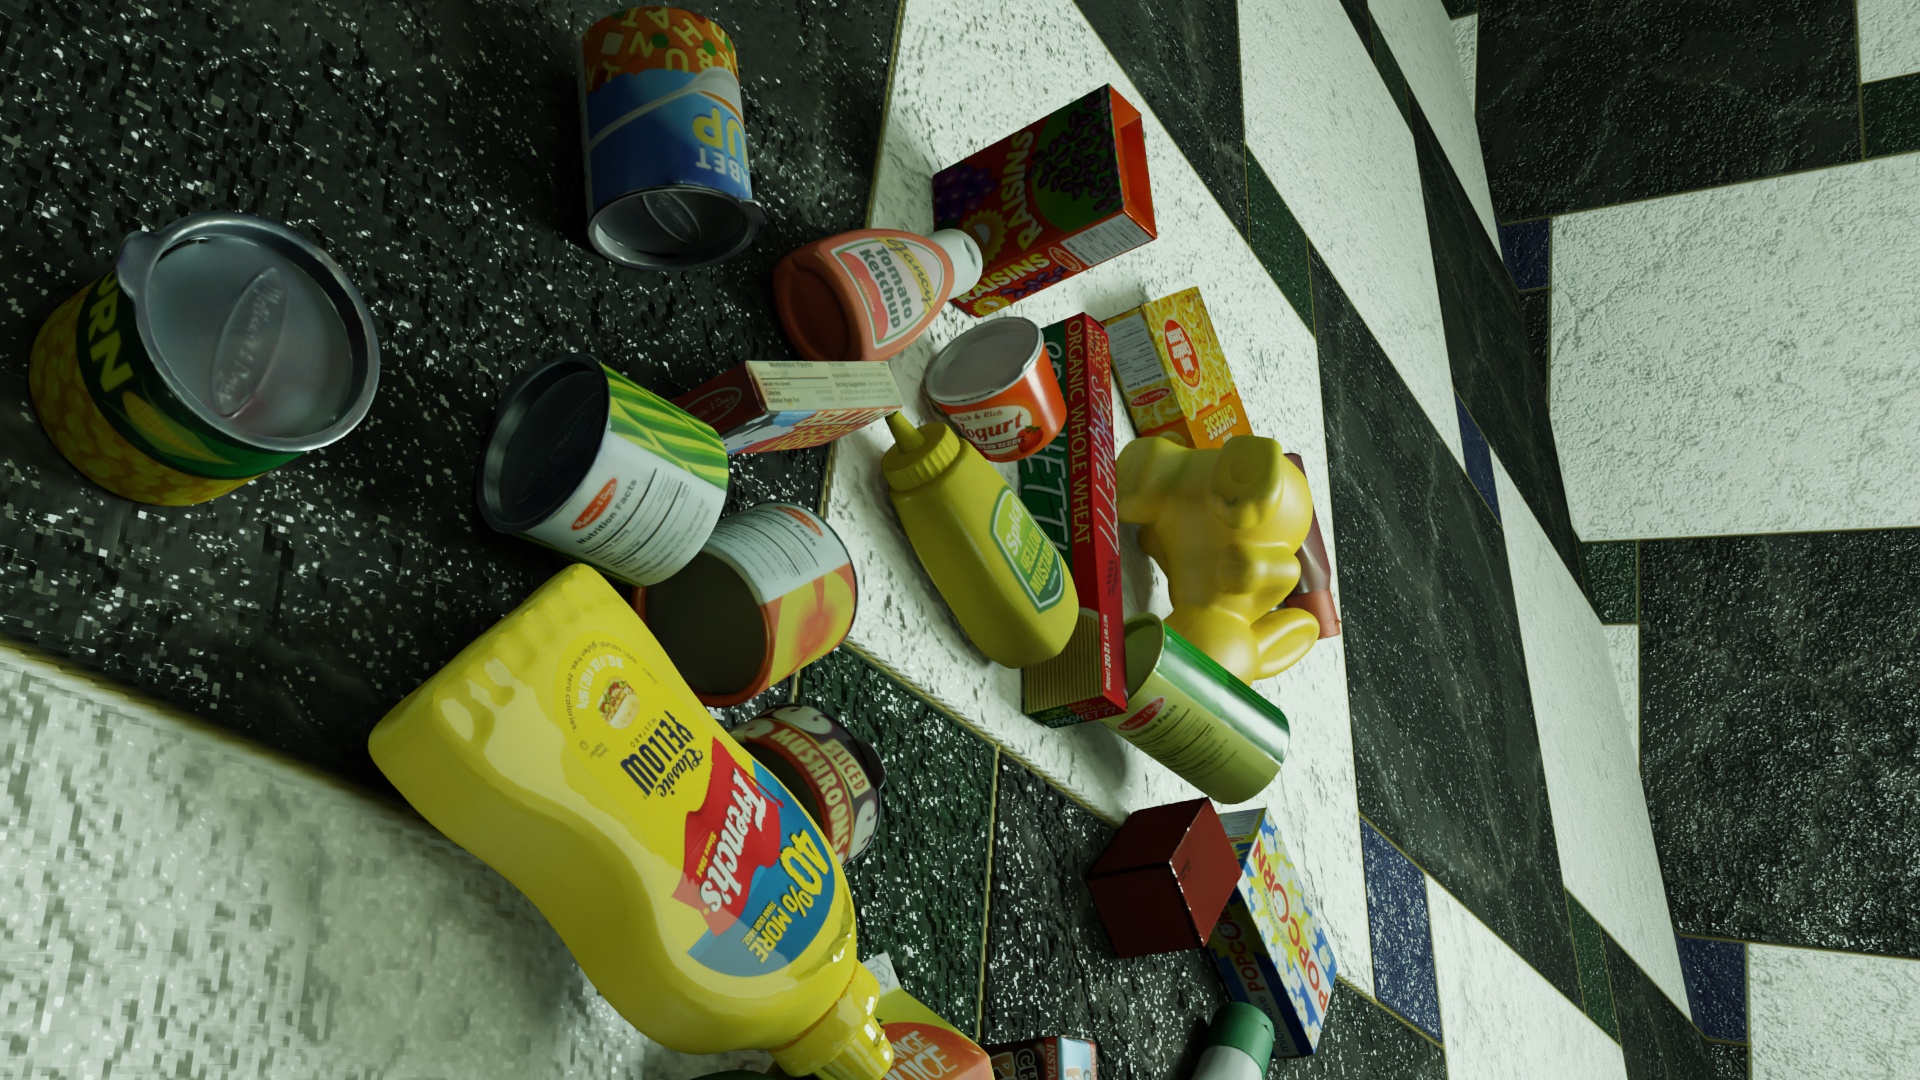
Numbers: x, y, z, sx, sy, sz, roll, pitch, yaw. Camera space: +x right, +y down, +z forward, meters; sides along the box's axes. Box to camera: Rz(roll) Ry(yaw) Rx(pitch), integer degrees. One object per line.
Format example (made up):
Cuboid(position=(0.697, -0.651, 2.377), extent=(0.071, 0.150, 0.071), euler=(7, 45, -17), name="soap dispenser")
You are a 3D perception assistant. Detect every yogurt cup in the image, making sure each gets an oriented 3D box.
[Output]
Cuboid(position=(0.022, -0.079, 0.746), extent=(0.053, 0.072, 0.073), euler=(58, 33, -36), name="yogurt cup")

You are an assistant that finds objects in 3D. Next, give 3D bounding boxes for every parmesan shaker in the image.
Cuboid(position=(0.124, 0.097, 0.780), extent=(0.103, 0.071, 0.072), euler=(36, 43, -21), name="parmesan shaker")

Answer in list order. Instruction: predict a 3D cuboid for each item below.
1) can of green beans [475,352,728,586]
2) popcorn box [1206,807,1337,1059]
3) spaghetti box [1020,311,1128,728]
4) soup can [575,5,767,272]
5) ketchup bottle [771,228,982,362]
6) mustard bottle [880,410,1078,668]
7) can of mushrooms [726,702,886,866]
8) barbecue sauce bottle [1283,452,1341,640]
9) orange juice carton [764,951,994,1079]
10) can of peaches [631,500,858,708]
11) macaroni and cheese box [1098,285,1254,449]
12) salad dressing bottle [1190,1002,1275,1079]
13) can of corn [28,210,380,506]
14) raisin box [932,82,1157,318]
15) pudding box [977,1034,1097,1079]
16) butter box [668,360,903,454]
Cuboid(position=(-0.124, -0.024, 0.484), extent=(0.058, 0.071, 0.071), euler=(32, 49, -48), name="can of green beans")
Cuboid(position=(0.188, 0.242, 0.860), extent=(0.126, 0.038, 0.085), euler=(64, 32, -12), name="popcorn box")
Cuboid(position=(0.061, -0.019, 0.787), extent=(0.028, 0.050, 0.251), euler=(35, 46, -47), name="spaghetti box")
Cuboid(position=(-0.117, -0.162, 0.562), extent=(0.071, 0.071, 0.084), euler=(16, 61, -54), name="soup can")
Cuboid(position=(-0.036, -0.128, 0.699), extent=(0.149, 0.043, 0.064), euler=(-39, 107, -58), name="ketchup bottle")
Cuboid(position=(0.002, -0.009, 0.690), extent=(0.159, 0.048, 0.066), euler=(54, 34, -26), name="mustard bottle")
Cuboid(position=(-0.064, 0.095, 0.512), extent=(0.033, 0.071, 0.071), euler=(-23, 94, -57), name="can of mushrooms")
Cuboid(position=(0.265, 0.006, 1.100), extent=(0.065, 0.043, 0.148), euler=(-2, 77, -58), name="barbecue sauce bottle")
Cuboid(position=(-0.024, 0.251, 0.491), extent=(0.072, 0.073, 0.193), euler=(-1, 74, -56), name="orange juice carton")
Cuboid(position=(-0.082, 0.025, 0.527), extent=(0.058, 0.071, 0.071), euler=(-28, 99, -59), name="can of peaches")
Cuboid(position=(0.165, -0.093, 0.997), extent=(0.124, 0.040, 0.166), euler=(-29, 99, -58), name="macaroni and cheese box")
Cuboid(position=(0.136, 0.309, 0.740), extent=(0.064, 0.044, 0.148), euler=(63, 31, -11), name="salad dressing bottle")
Cuboid(position=(-0.206, -0.049, 0.375), extent=(0.071, 0.058, 0.071), euler=(33, 49, -46), name="can of corn")
Cuboid(position=(0.045, -0.188, 0.778), extent=(0.040, 0.123, 0.086), euler=(24, 55, -49), name="raisin box")
Cuboid(position=(0.034, 0.260, 0.600), extent=(0.030, 0.049, 0.084), euler=(29, 51, -47), name="pudding box")
Cuboid(position=(-0.074, -0.057, 0.592), extent=(0.104, 0.053, 0.024), euler=(-12, 82, -59), name="butter box")
